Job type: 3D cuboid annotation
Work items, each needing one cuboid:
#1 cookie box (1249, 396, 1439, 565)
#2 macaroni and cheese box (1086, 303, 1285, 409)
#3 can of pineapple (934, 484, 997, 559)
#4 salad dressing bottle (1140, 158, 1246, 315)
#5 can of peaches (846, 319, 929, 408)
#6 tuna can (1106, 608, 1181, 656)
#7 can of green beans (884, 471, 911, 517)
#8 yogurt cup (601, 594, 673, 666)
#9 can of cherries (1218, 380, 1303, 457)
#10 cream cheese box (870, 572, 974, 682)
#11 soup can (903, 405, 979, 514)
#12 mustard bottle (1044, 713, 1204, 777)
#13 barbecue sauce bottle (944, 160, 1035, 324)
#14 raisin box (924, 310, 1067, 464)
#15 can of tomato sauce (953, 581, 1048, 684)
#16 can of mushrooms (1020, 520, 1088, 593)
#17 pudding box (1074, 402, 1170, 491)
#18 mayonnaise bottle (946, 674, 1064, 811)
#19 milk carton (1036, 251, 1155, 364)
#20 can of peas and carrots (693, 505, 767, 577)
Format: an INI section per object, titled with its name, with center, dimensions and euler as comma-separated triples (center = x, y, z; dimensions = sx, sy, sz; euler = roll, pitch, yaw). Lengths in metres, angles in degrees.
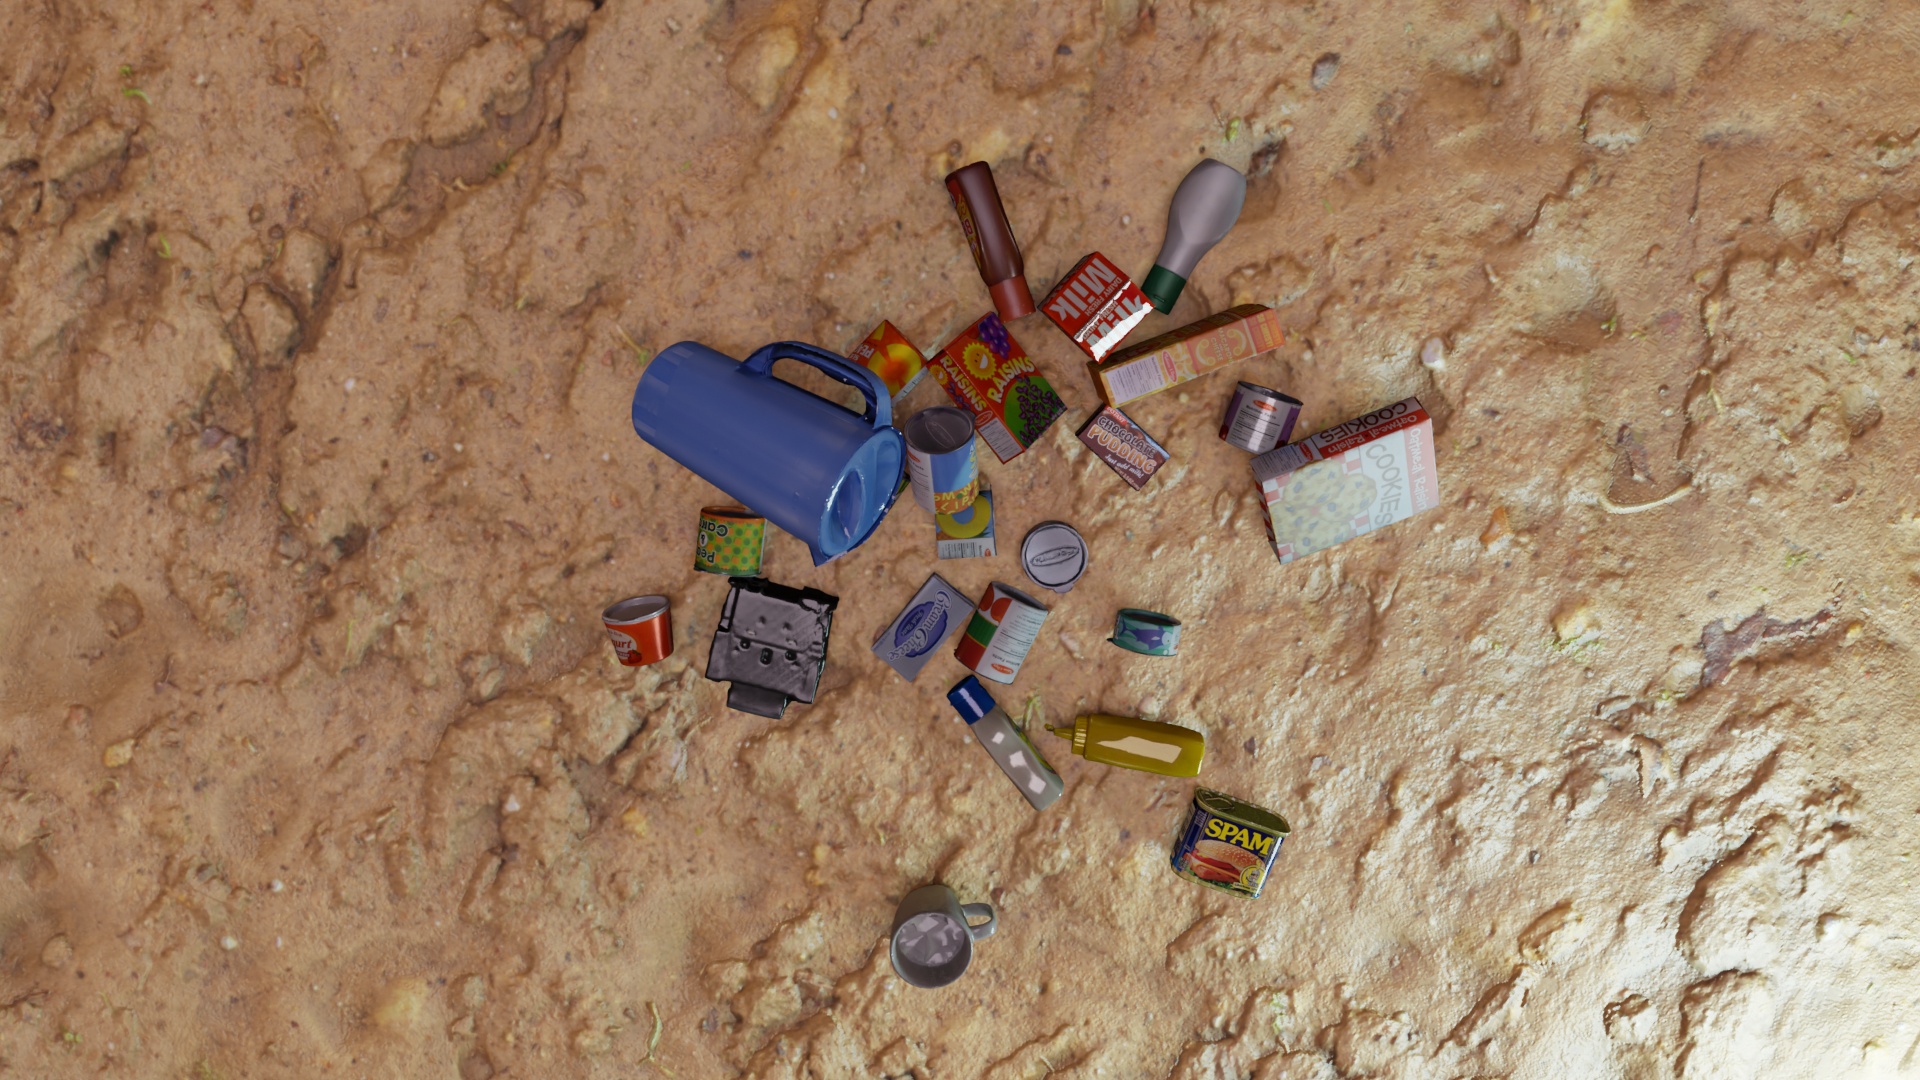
[cookie box]
center = 0.372, -0.057, 1.339
dimensions = 0.167, 0.040, 0.122
euler = -21, 134, 3
[macaroni and cheese box]
center = 0.207, -0.176, 1.305
dimensions = 0.166, 0.124, 0.040
euler = -21, 101, 3
[can of pineapple]
center = 0.005, -0.017, 1.362
dimensions = 0.058, 0.071, 0.071
euler = -4, 100, 1
[salad dressing bottle]
center = 0.218, -0.289, 1.328
dimensions = 0.064, 0.044, 0.147
euler = 27, 100, -7
[can of peaches]
center = -0.070, -0.172, 1.334
dimensions = 0.058, 0.071, 0.071
euler = -44, 97, 7
[tuna can]
center = 0.183, 0.091, 1.381
dimensions = 0.071, 0.071, 0.032
euler = 9, 99, -2
[can of green beans]
center = -0.090, -0.055, 1.355
dimensions = 0.071, 0.071, 0.057
euler = 35, 99, -6
[yogurt cup]
center = -0.317, 0.091, 1.381
dimensions = 0.072, 0.072, 0.053
euler = -8, 108, 1
[can of cherries]
center = 0.291, -0.116, 1.345
dimensions = 0.071, 0.072, 0.058
euler = 17, 105, -3
[cream cheese box]
center = -0.039, 0.087, 1.400
dimensions = 0.053, 0.024, 0.103
euler = 39, 97, -7
[soup can]
center = -0.014, -0.077, 1.316
dimensions = 0.071, 0.072, 0.083
euler = -5, 137, 1
[mustard bottle]
center = 0.163, 0.204, 1.403
dimensions = 0.160, 0.065, 0.048
euler = 9, 95, 4
[barbecue sauce bottle]
center = 0.030, -0.281, 1.315
dimensions = 0.044, 0.065, 0.148
euler = -21, 97, -4
[raisin box]
center = 0.035, -0.147, 1.329
dimensions = 0.123, 0.086, 0.040
euler = 51, 140, -7
[can of tomato sauce]
center = 0.040, 0.090, 1.381
dimensions = 0.071, 0.071, 0.083
euler = 26, 98, -4
[can of mushrooms]
center = 0.093, 0.016, 1.384
dimensions = 0.071, 0.033, 0.071
euler = 0, 99, -1
[pudding box]
center = 0.160, -0.094, 1.367
dimensions = 0.083, 0.030, 0.049
euler = 42, 96, -7
[mayonnaise bottle]
center = 0.045, 0.203, 1.403
dimensions = 0.041, 0.065, 0.148
euler = -38, 94, 3
[milk carton]
center = 0.122, -0.212, 1.265
dimensions = 0.073, 0.191, 0.072
euler = 42, 97, -6
[can of peas and carrots]
center = -0.227, 0.000, 1.362
dimensions = 0.071, 0.071, 0.058
euler = 8, 99, -1
